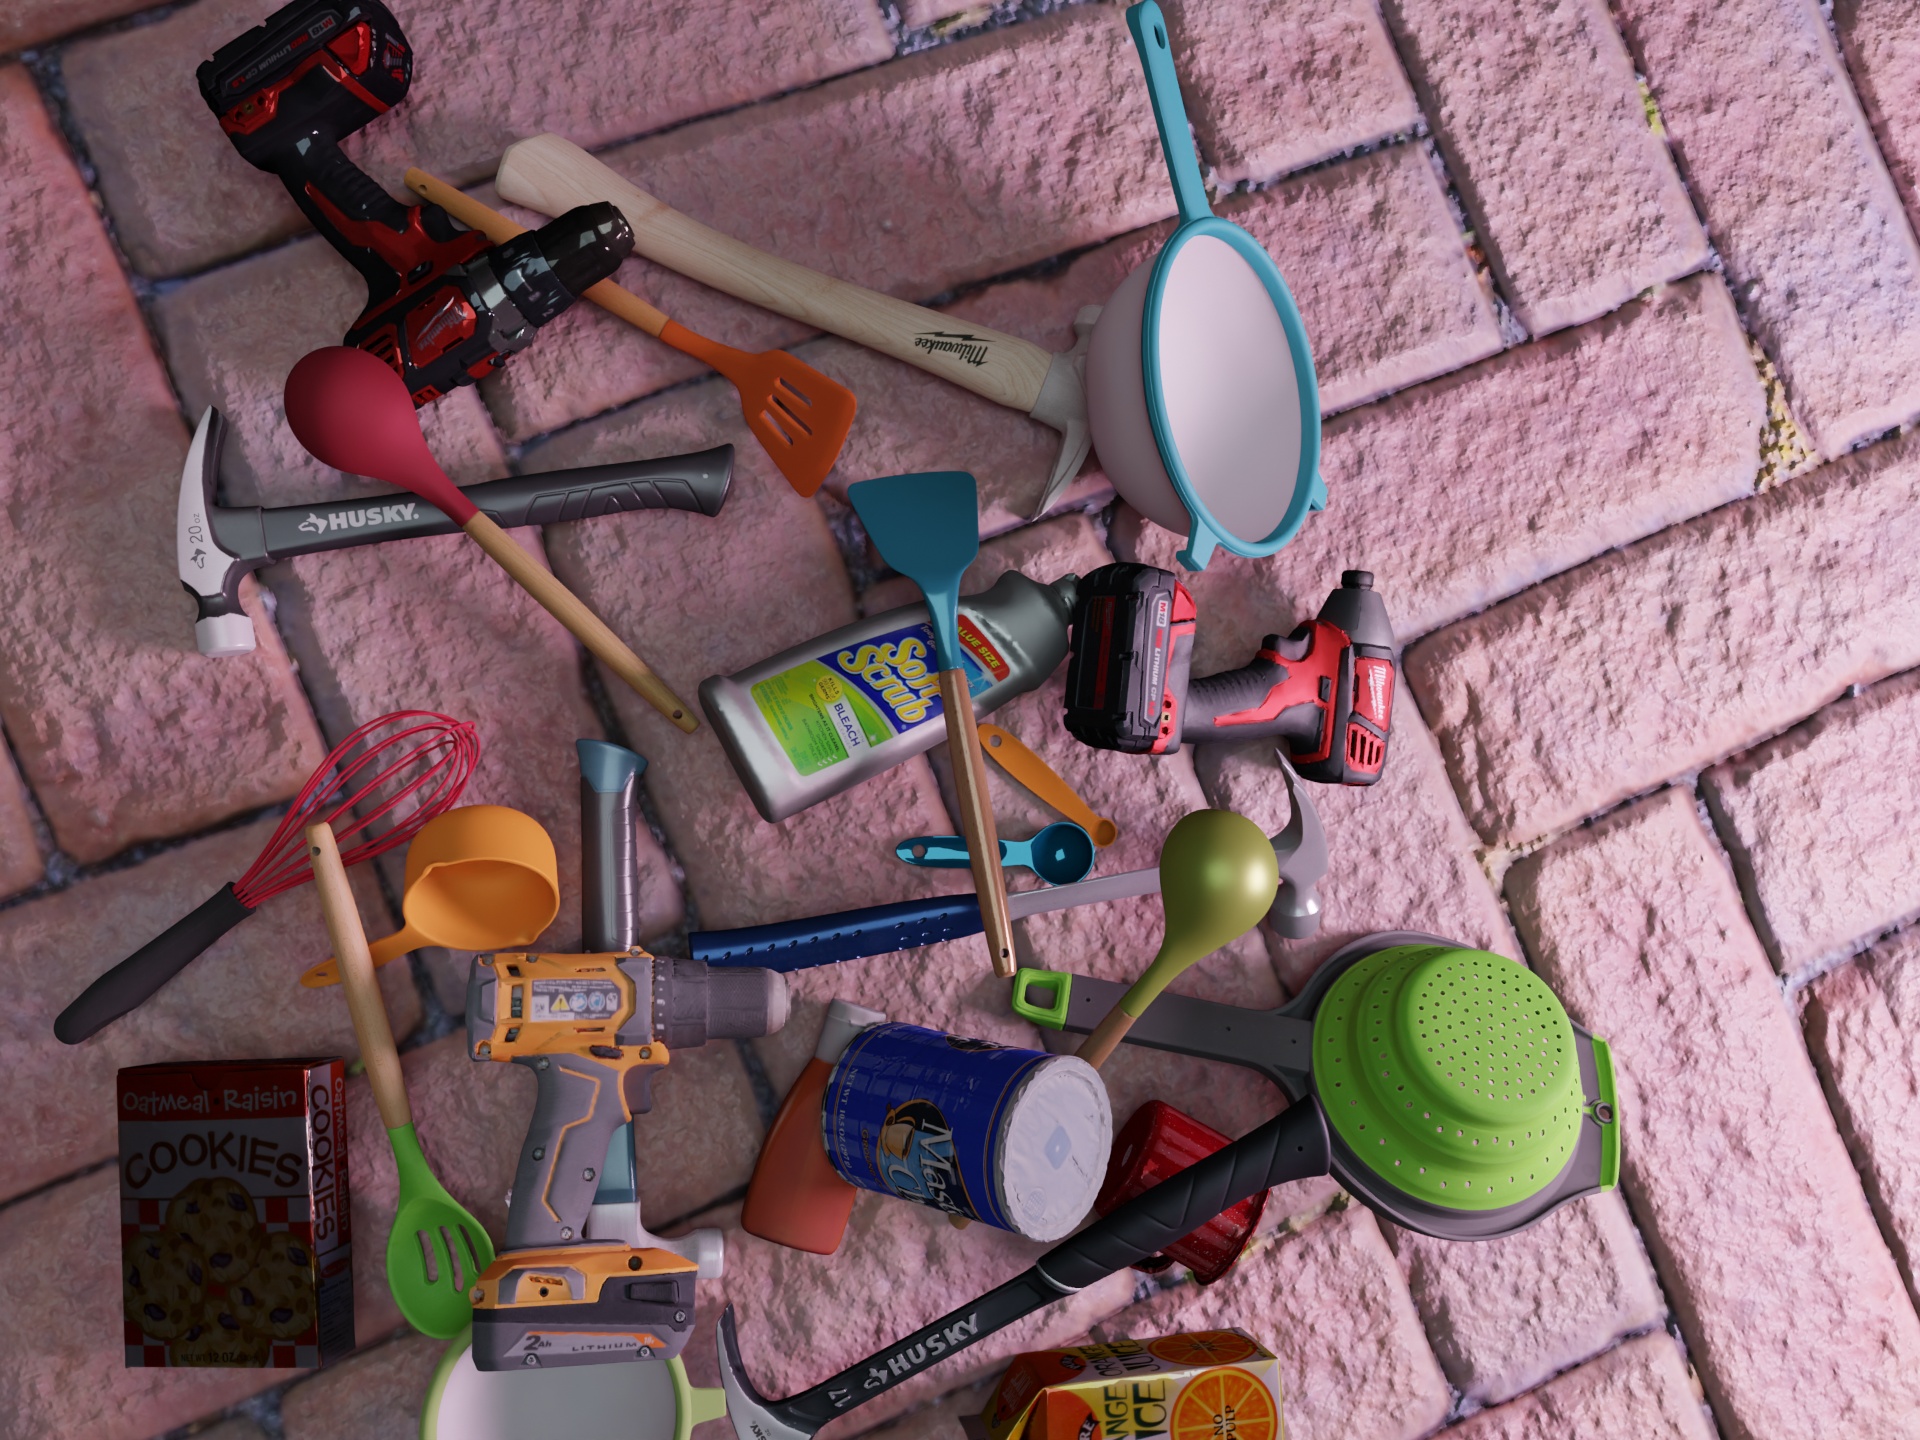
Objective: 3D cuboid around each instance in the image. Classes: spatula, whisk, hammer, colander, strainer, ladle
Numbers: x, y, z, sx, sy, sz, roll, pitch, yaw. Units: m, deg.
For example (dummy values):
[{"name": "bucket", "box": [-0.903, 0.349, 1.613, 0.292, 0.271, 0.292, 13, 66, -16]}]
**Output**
[{"name": "spatula", "box": [-0.002, -0.003, 0.963, 0.082, 0.044, 0.317, -8, 83, -13]}, {"name": "whisk", "box": [-0.406, 0.091, 0.933, 0.296, 0.073, 0.073, -39, 93, -5]}, {"name": "hammer", "box": [-0.100, -0.265, 1.026, 0.410, 0.038, 0.146, 20, 84, -7]}, {"name": "hammer", "box": [-0.304, -0.136, 0.980, 0.334, 0.035, 0.146, -10, 88, -11]}, {"name": "colander", "box": [0.232, 0.193, 0.989, 0.397, 0.094, 0.205, 11, 57, 0]}, {"name": "hammer", "box": [0.039, 0.335, 0.947, 0.409, 0.036, 0.149, -31, 89, 6]}, {"name": "strainer", "box": [-0.264, 0.445, 0.913, 0.151, 0.069, 0.256, 38, 73, -1]}, {"name": "hammer", "box": [-0.212, 0.176, 0.972, 0.128, 0.033, 0.331, -1, 85, -11]}, {"name": "strainer", "box": [0.125, -0.264, 1.001, 0.211, 0.095, 0.340, -28, 106, -49]}, {"name": "spatula", "box": [-0.210, -0.257, 1.000, 0.322, 0.041, 0.081, 31, 124, -3]}, {"name": "ladle", "box": [-0.275, -0.101, 0.954, 0.069, 0.031, 0.315, -46, 104, -1]}, {"name": "hammer", "box": [0.034, 0.111, 0.994, 0.405, 0.035, 0.144, -10, 129, -5]}, {"name": "ladle", "box": [0.084, 0.188, 0.972, 0.078, 0.062, 0.320, 28, 108, -23]}]

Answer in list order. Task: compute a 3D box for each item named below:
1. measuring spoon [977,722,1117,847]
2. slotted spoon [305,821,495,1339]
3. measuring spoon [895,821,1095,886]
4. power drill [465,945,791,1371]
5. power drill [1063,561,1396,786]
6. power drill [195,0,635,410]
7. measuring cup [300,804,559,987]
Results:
[{"name": "measuring spoon", "box": [0.055, 0.042, 1.043, 0.117, 0.011, 0.021, 41, 80, -1]}, {"name": "slotted spoon", "box": [-0.330, 0.209, 0.922, 0.070, 0.031, 0.313, -11, 99, 10]}, {"name": "measuring spoon", "box": [0.022, 0.085, 1.032, 0.128, 0.021, 0.042, 2, 91, -1]}, {"name": "power drill", "box": [-0.188, 0.242, 0.905, 0.185, 0.084, 0.226, 1, 72, -12]}, {"name": "power drill", "box": [0.183, -0.036, 1.019, 0.219, 0.078, 0.143, 6, 90, -24]}, {"name": "power drill", "box": [-0.322, -0.320, 0.954, 0.188, 0.080, 0.226, -30, 94, 5]}, {"name": "measuring cup", "box": [-0.320, 0.107, 0.948, 0.173, 0.095, 0.052, -24, 47, 12]}]
